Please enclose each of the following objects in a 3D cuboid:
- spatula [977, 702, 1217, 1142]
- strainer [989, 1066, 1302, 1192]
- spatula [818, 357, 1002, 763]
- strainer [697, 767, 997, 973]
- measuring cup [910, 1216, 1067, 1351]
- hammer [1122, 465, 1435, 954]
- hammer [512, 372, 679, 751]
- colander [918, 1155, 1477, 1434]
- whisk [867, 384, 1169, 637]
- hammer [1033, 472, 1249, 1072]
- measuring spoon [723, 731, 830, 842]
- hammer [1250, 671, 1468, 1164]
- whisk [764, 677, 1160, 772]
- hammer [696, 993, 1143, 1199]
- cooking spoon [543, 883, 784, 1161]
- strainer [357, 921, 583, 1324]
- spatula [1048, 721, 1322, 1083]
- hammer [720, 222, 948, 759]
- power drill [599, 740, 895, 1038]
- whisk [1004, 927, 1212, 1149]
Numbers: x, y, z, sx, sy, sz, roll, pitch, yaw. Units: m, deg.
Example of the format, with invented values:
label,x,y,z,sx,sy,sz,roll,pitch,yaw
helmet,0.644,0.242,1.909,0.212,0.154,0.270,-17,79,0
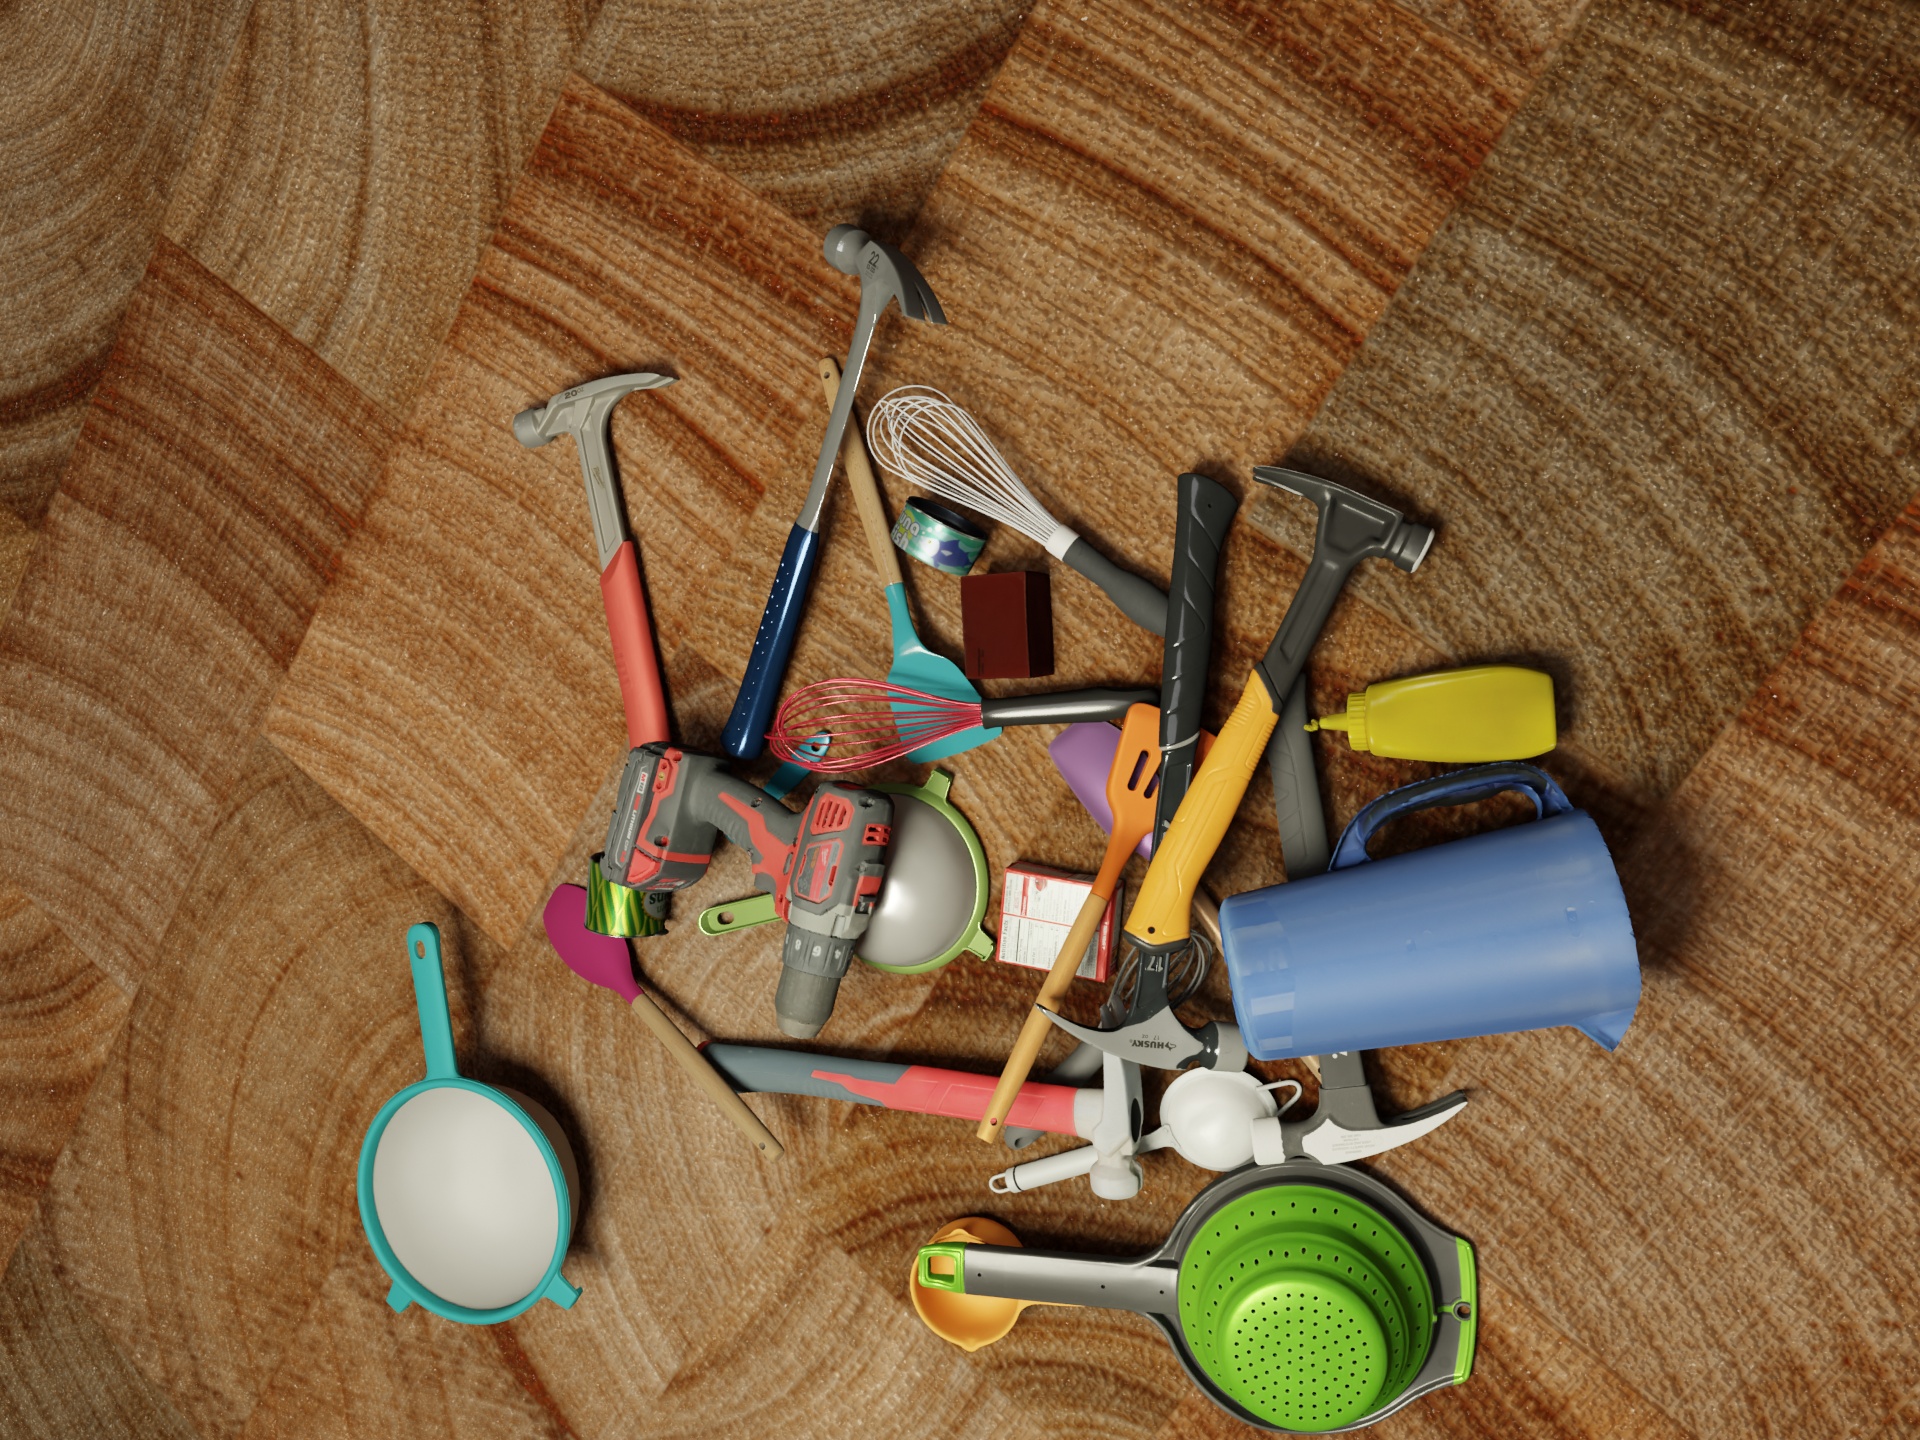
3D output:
label,x,y,z,sx,sy,sz,roll,pitch,yaw
spatula,0.088,0.145,1.113,0.081,0.041,0.323,27,80,-1
strainer,0.129,0.316,1.171,0.258,0.050,0.087,-24,101,26
spatula,-0.055,-0.126,1.212,0.082,0.044,0.317,-19,83,23
strainer,-0.106,0.138,1.232,0.256,0.069,0.151,-15,90,22
measuring cup,0.051,0.424,1.209,0.173,0.052,0.095,-5,94,15
hammer,0.187,-0.003,1.061,0.127,0.034,0.337,26,88,10
hammer,-0.265,-0.096,1.294,0.149,0.036,0.359,-11,91,23
colander,0.155,0.412,1.106,0.397,0.094,0.204,1,96,13
whisk,0.048,-0.147,1.151,0.285,0.070,0.070,38,108,10
hammer,0.143,0.033,1.096,0.149,0.036,0.409,7,87,-10
measuring spoon,-0.149,0.054,1.267,0.128,0.021,0.042,-45,78,21
hammer,0.251,0.133,1.095,0.146,0.035,0.335,-9,88,11
whisk,-0.002,-0.004,1.166,0.296,0.073,0.073,-5,94,11
hammer,-0.046,0.265,1.213,0.386,0.038,0.143,1,100,29
cooking spoon,-0.248,0.245,1.300,0.319,0.017,0.068,40,109,27
strainer,-0.415,0.336,1.370,0.211,0.095,0.340,-9,90,20
spatula,0.173,0.129,1.144,0.060,0.018,0.316,-38,80,14
hammer,-0.110,-0.153,1.187,0.144,0.035,0.405,44,122,47
power drill,-0.161,0.119,1.194,0.227,0.080,0.188,15,91,32
whisk,0.102,0.236,1.170,0.055,0.055,0.239,42,113,13
